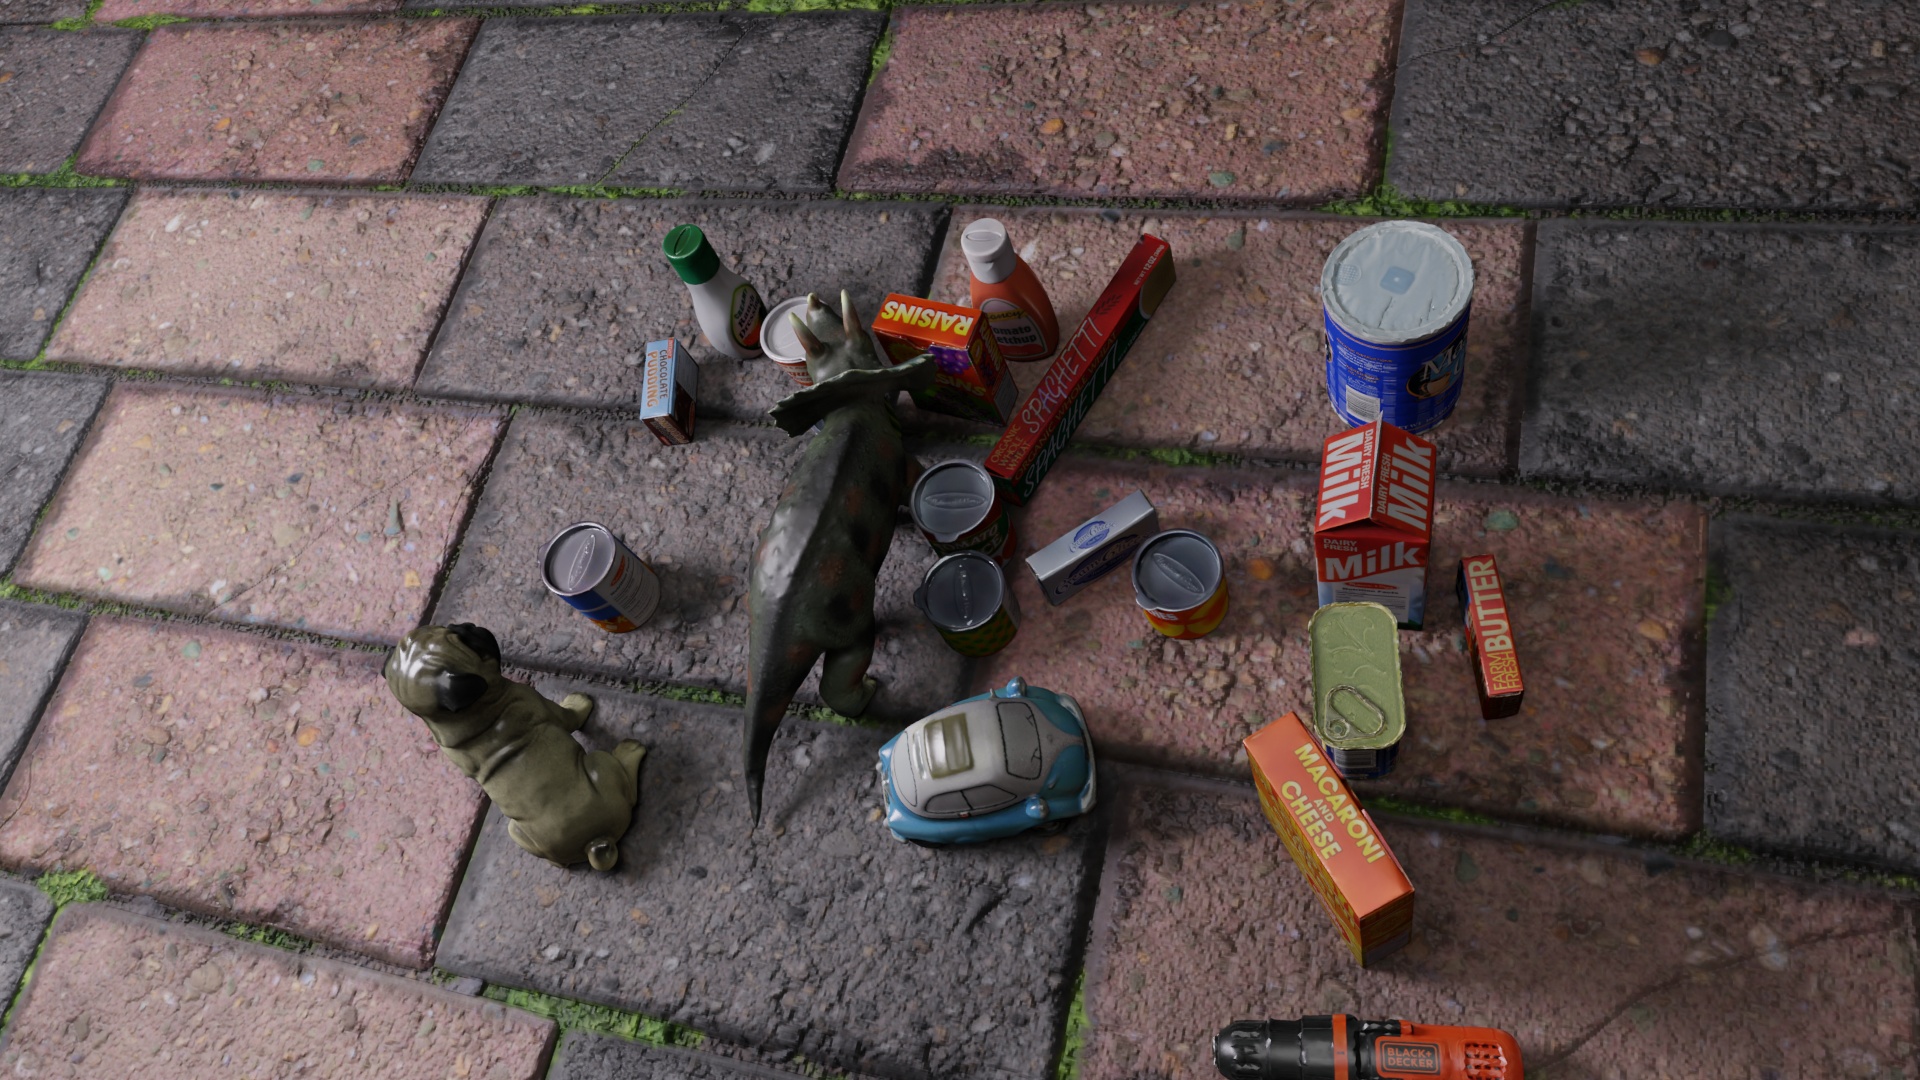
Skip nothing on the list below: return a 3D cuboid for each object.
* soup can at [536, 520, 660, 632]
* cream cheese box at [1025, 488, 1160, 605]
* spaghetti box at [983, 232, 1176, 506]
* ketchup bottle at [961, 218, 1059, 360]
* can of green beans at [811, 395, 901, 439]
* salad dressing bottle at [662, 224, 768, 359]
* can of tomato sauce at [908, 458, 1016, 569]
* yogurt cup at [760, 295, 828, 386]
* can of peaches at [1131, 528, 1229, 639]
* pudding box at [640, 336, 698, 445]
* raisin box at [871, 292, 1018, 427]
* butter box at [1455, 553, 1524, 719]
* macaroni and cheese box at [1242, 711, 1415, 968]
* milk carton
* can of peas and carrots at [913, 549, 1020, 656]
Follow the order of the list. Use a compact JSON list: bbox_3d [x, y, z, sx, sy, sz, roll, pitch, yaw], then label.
[{"bbox_3d":[-0.297,0.031,1.142,0.071,0.083,0.071,-7,63,13],"label":"soup can"},{"bbox_3d":[0.103,0.006,1.056,0.104,0.053,0.024,-32,60,-1],"label":"cream cheese box"},{"bbox_3d":[0.100,-0.139,1.132,0.029,0.050,0.251,27,74,26],"label":"spaghetti box"},{"bbox_3d":[0.036,-0.202,1.125,0.065,0.148,0.044,3,65,18],"label":"ketchup bottle"},{"bbox_3d":[-0.088,-0.099,1.162,0.071,0.057,0.071,-7,63,13],"label":"can of green beans"},{"bbox_3d":[-0.211,-0.214,1.204,0.044,0.147,0.064,11,68,21],"label":"salad dressing bottle"},{"bbox_3d":[0.004,-0.014,1.077,0.071,0.083,0.071,-7,63,13],"label":"can of tomato sauce"},{"bbox_3d":[-0.134,-0.171,1.214,0.072,0.053,0.072,-7,63,13],"label":"yogurt cup"},{"bbox_3d":[0.161,0.034,1.022,0.071,0.058,0.071,-7,63,13],"label":"can of peaches"},{"bbox_3d":[-0.258,-0.132,1.232,0.030,0.049,0.084,-8,62,12],"label":"pudding box"},{"bbox_3d":[-0.011,-0.145,1.125,0.086,0.123,0.040,16,70,23],"label":"raisin box"},{"bbox_3d":[0.362,0.066,0.951,0.024,0.053,0.104,-8,62,12],"label":"butter box"},{"bbox_3d":[0.230,0.188,0.862,0.040,0.166,0.124,-30,60,0],"label":"macaroni and cheese box"},{"bbox_3d":[0.279,-0.010,0.934,0.073,0.190,0.072,4,66,18],"label":"milk carton"},{"bbox_3d":[0.006,0.050,1.059,0.071,0.058,0.071,-7,63,13],"label":"can of peas and carrots"}]
